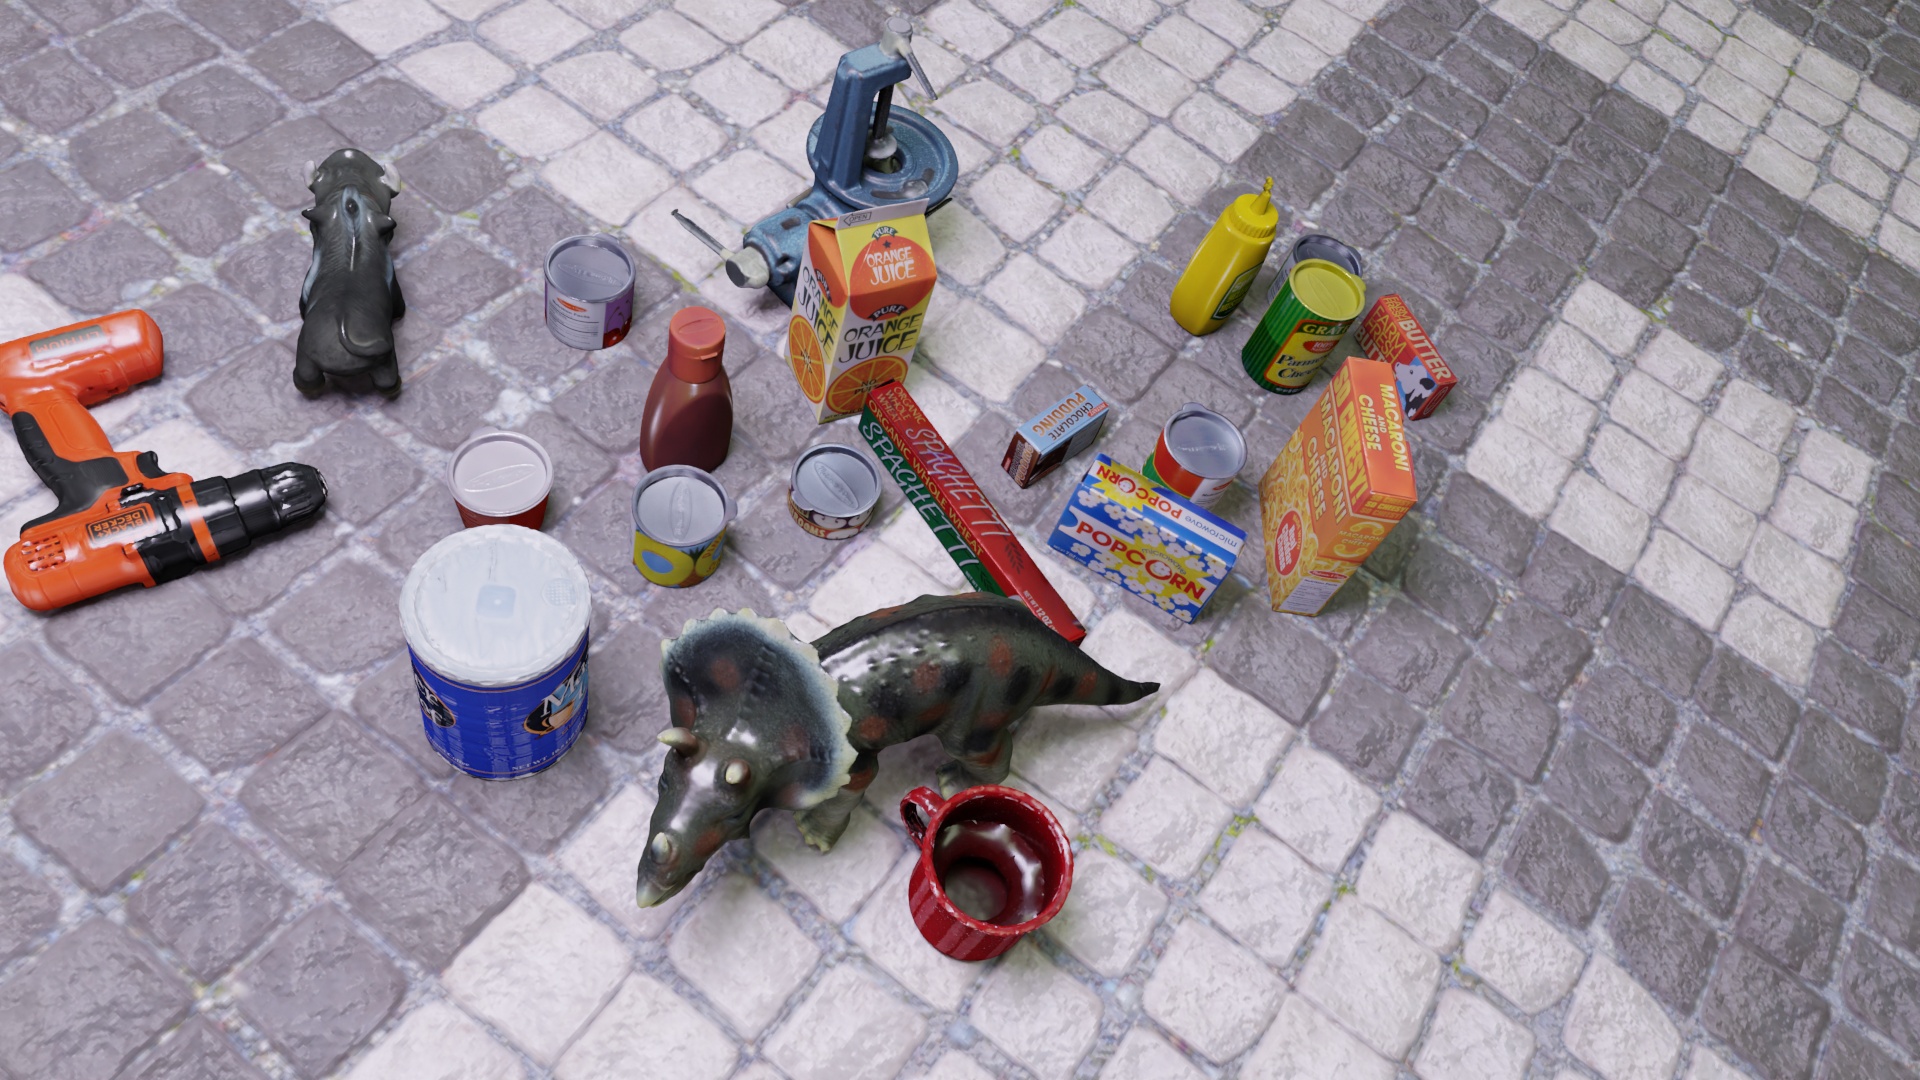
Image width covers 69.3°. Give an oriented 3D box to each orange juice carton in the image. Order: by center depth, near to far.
[{"bbox_3d":[-0.073,-0.176,1.018,0.072,0.191,0.073,-17,64,-24],"label":"orange juice carton"}]

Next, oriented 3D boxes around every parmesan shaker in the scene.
[{"bbox_3d":[0.291,-0.179,1.177,0.071,0.102,0.071,7,56,-11],"label":"parmesan shaker"}]

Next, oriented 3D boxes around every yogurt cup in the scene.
[{"bbox_3d":[-0.311,-0.032,0.941,0.072,0.053,0.073,7,56,-11],"label":"yogurt cup"}]

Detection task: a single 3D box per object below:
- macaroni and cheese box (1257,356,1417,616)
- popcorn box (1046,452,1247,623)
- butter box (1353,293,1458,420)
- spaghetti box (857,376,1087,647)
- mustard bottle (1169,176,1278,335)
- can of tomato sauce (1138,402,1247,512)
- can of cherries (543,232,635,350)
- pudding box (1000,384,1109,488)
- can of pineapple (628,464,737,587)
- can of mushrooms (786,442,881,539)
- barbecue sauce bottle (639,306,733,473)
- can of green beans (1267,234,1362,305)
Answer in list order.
[{"bbox_3d":[0.279,-0.038,1.042,0.040,0.165,0.124,8,56,-10],"label":"macaroni and cheese box"},{"bbox_3d":[0.137,-0.001,1.027,0.127,0.084,0.038,29,55,4],"label":"popcorn box"},{"bbox_3d":[0.391,-0.162,1.224,0.024,0.052,0.104,-13,62,-23],"label":"butter box"},{"bbox_3d":[0.004,-0.013,1.019,0.029,0.050,0.250,-25,67,-28],"label":"spaghetti box"},{"bbox_3d":[0.228,-0.241,1.165,0.065,0.159,0.049,-34,72,-31],"label":"mustard bottle"},{"bbox_3d":[0.174,-0.054,1.074,0.071,0.082,0.071,7,56,-11],"label":"can of tomato sauce"},{"bbox_3d":[-0.279,-0.188,1.050,0.071,0.058,0.072,7,56,-11],"label":"can of cherries"},{"bbox_3d":[0.074,-0.081,1.084,0.084,0.049,0.030,-35,72,-31],"label":"pudding box"},{"bbox_3d":[-0.193,-0.008,0.957,0.071,0.057,0.071,7,56,-11],"label":"can of pineapple"},{"bbox_3d":[-0.095,-0.035,1.016,0.071,0.033,0.071,7,56,-11],"label":"can of mushrooms"},{"bbox_3d":[-0.187,-0.100,0.963,0.065,0.147,0.044,-20,65,-26],"label":"barbecue sauce bottle"},{"bbox_3d":[0.317,-0.231,1.246,0.071,0.057,0.071,7,56,-11],"label":"can of green beans"}]
